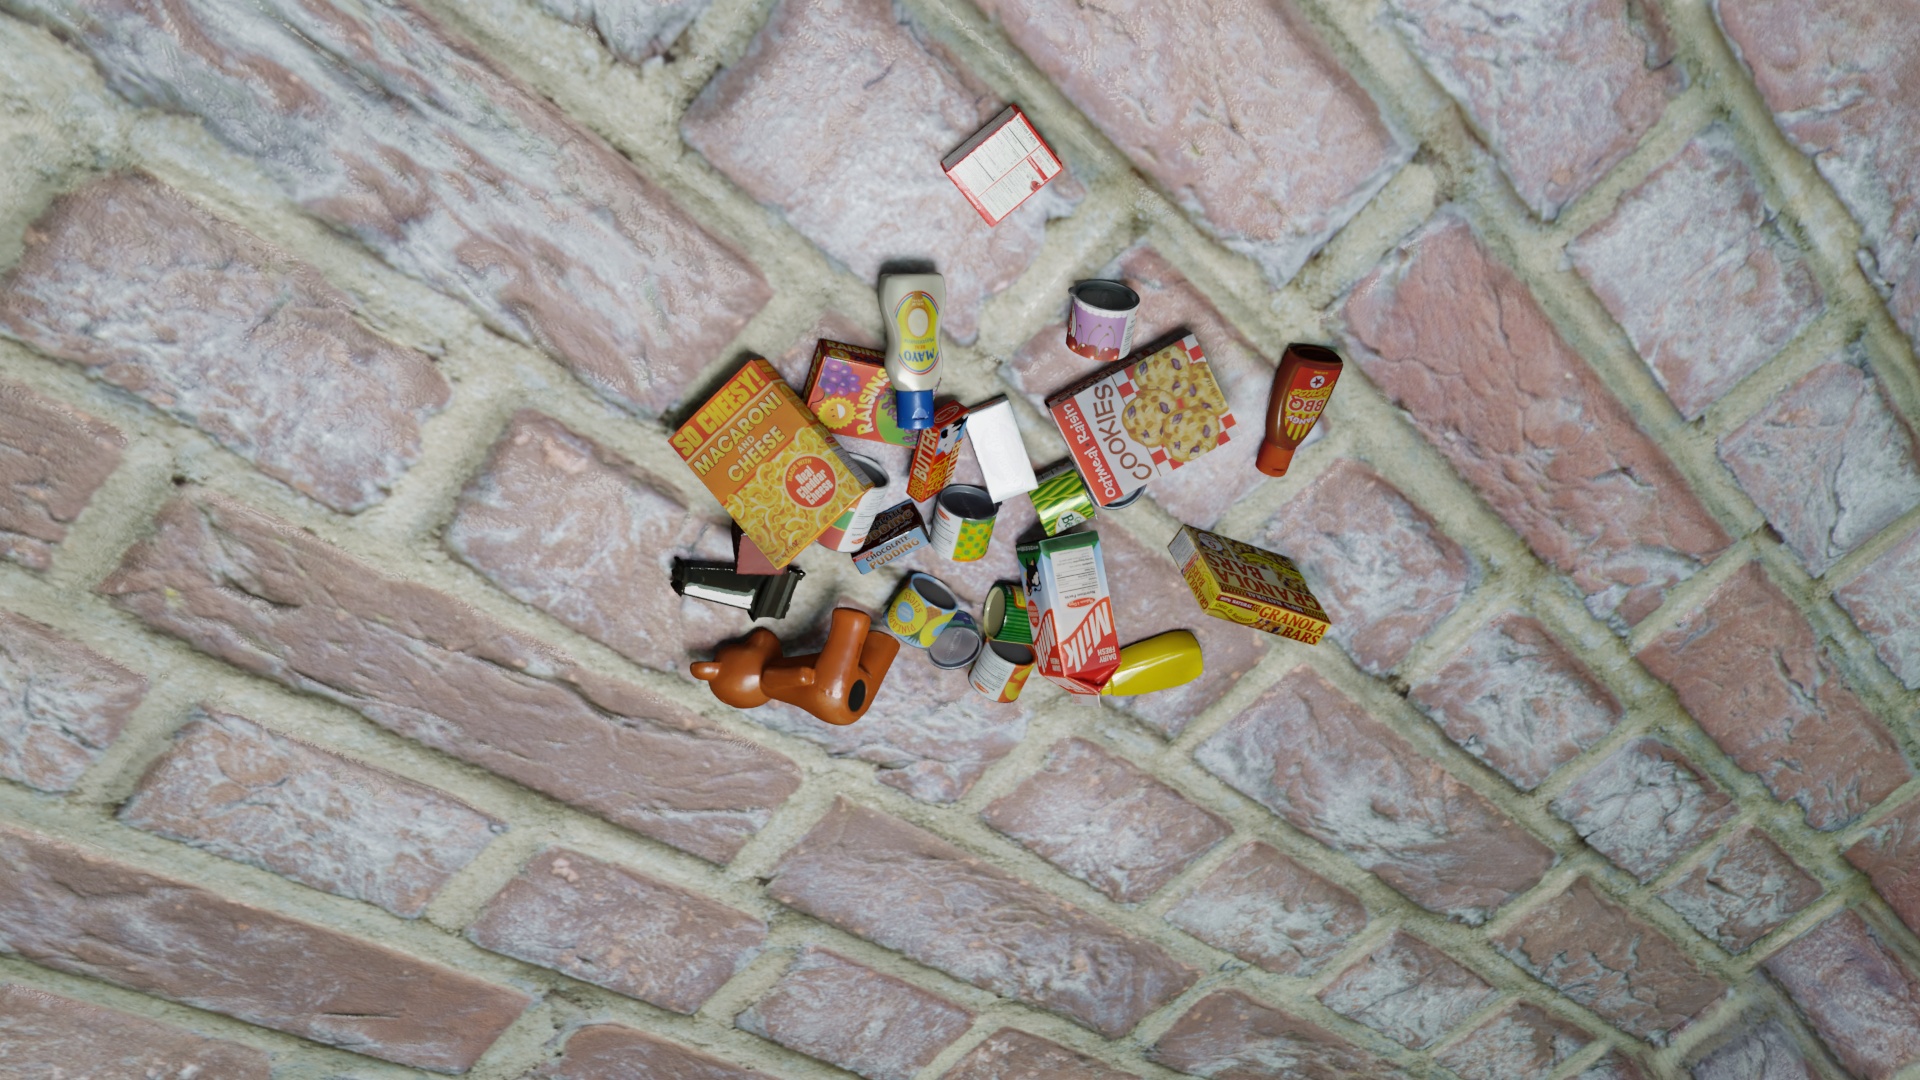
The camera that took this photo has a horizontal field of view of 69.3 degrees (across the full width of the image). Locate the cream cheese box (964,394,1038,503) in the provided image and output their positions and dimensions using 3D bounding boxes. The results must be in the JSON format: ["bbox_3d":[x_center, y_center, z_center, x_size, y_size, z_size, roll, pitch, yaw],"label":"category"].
[{"bbox_3d":[0.041,-0.095,1.453,0.053,0.024,0.103,-20,111,1],"label":"cream cheese box"}]

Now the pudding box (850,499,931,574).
[{"bbox_3d":[-0.078,-0.004,1.488,0.084,0.050,0.030,-25,131,4],"label":"pudding box"}]

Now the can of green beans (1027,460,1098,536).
[{"bbox_3d":[0.108,-0.045,1.500,0.058,0.071,0.071,-25,129,3],"label":"can of green beans"}]

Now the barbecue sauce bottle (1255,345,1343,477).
[{"bbox_3d":[0.363,-0.140,1.519,0.065,0.044,0.147,2,126,-19],"label":"barbecue sauce bottle"}]

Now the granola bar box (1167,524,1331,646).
[{"bbox_3d":[0.333,0.051,1.601,0.165,0.125,0.039,16,121,-26],"label":"granola bar box"}]

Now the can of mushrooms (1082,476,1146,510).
[{"bbox_3d":[0.171,-0.070,1.521,0.071,0.033,0.070,-8,127,-10],"label":"can of mushrooms"}]

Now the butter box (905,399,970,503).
[{"bbox_3d":[-0.024,-0.090,1.430,0.053,0.024,0.103,-37,153,-42],"label":"butter box"}]

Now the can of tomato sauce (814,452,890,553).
[{"bbox_3d":[-0.119,-0.040,1.439,0.071,0.071,0.082,13,121,-24],"label":"can of tomato sauce"}]

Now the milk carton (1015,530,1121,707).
[{"bbox_3d":[0.122,0.089,1.532,0.073,0.072,0.190,-11,89,-20],"label":"milk carton"}]

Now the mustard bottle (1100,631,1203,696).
[{"bbox_3d":[0.214,0.157,1.695,0.160,0.049,0.065,-14,128,-5],"label":"mustard bottle"}]

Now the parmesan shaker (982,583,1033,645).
[{"bbox_3d":[0.086,0.089,1.591,0.103,0.071,0.071,8,123,-22],"label":"parmesan shaker"}]

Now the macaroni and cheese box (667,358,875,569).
[{"bbox_3d":[-0.185,-0.075,1.353,0.123,0.040,0.166,-41,89,14],"label":"macaroni and cheese box"}]

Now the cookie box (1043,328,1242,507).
[{"bbox_3d":[0.190,-0.128,1.454,0.167,0.040,0.122,-27,106,5],"label":"cookie box"}]

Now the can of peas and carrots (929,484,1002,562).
[{"bbox_3d":[0.005,-0.019,1.491,0.071,0.071,0.058,2,126,-18],"label":"can of peas and carrots"}]

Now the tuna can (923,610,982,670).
[{"bbox_3d":[-0.013,0.115,1.607,0.071,0.033,0.070,-8,128,-10],"label":"tuna can"}]

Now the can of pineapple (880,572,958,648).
[{"bbox_3d":[-0.045,0.078,1.547,0.071,0.071,0.057,22,116,-29],"label":"can of pineapple"}]

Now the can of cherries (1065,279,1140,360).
[{"bbox_3d":[0.138,-0.219,1.381,0.071,0.072,0.058,-3,128,-14],"label":"can of cherries"}]

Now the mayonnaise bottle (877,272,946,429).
[{"bbox_3d":[-0.045,-0.182,1.334,0.065,0.041,0.147,-6,103,-19],"label":"mayonnaise bottle"}]

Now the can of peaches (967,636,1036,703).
[{"bbox_3d":[0.050,0.147,1.630,0.071,0.071,0.057,11,122,-23],"label":"can of peaches"}]

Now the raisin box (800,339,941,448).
[{"bbox_3d":[-0.092,-0.145,1.385,0.123,0.040,0.085,10,124,-22],"label":"raisin box"}]
